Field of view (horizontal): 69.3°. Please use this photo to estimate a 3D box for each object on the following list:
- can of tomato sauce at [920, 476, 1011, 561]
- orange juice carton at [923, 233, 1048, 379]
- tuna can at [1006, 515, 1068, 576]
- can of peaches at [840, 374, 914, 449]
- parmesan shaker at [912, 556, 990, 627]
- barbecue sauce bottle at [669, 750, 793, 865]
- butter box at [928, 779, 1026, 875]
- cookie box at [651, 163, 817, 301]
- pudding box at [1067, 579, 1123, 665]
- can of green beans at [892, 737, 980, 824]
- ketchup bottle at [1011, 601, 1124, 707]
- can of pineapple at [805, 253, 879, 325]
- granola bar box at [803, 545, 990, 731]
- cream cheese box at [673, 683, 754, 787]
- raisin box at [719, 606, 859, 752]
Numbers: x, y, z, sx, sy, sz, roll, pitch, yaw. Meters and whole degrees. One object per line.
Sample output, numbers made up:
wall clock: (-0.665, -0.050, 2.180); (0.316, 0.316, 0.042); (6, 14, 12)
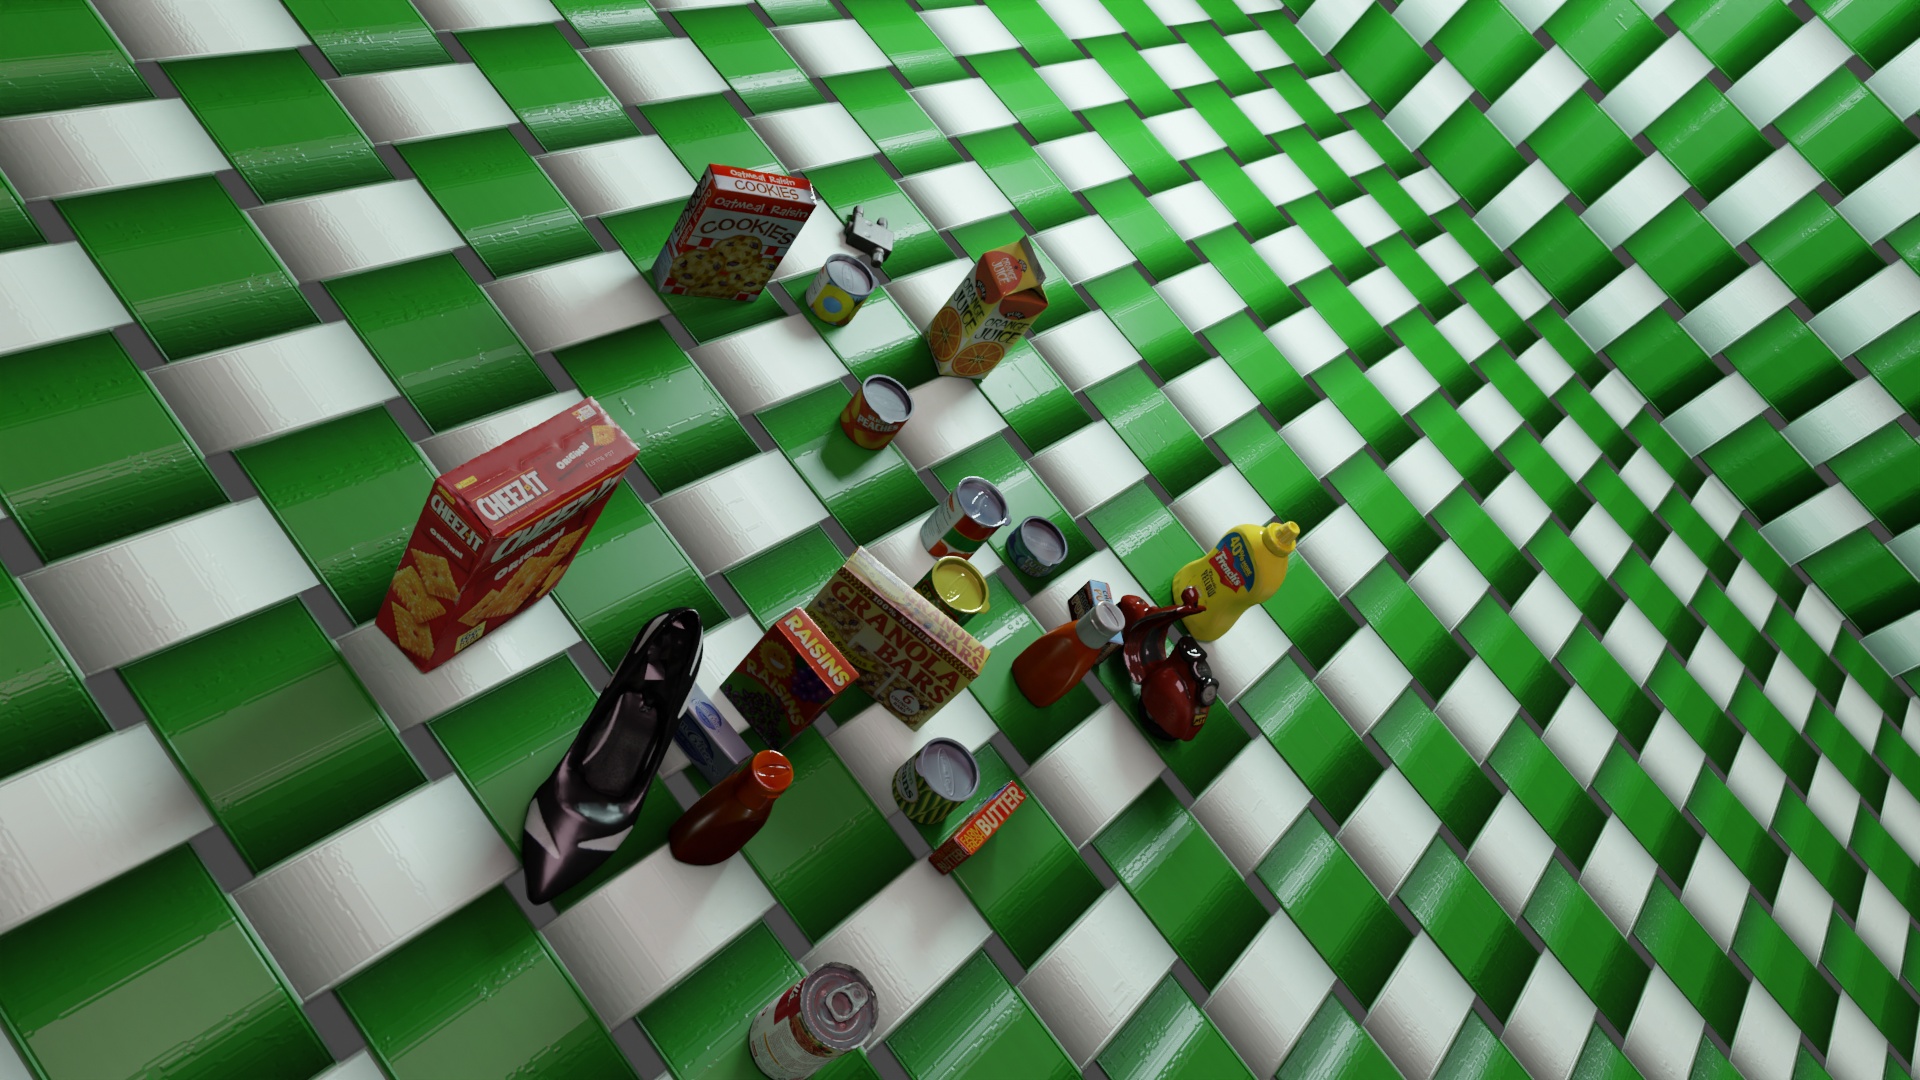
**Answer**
can of tomato sauce: (0.005, -0.019, 1.532); (0.071, 0.082, 0.071); (20, 47, -24)
orange juice carton: (0.040, -0.283, 1.687); (0.073, 0.191, 0.072); (2, 57, -36)
tuna can: (0.089, 0.009, 1.609); (0.071, 0.032, 0.071); (20, 47, -23)
can of peaches: (-0.095, -0.143, 1.573); (0.071, 0.057, 0.071); (20, 47, -23)
parmesan shaker: (-0.024, 0.073, 1.422); (0.071, 0.102, 0.072); (20, 47, -24)
barbecue sauce bottle: (-0.186, 0.221, 1.148); (0.065, 0.147, 0.044); (4, 55, -35)
butter box: (0.017, 0.275, 1.329); (0.024, 0.053, 0.104); (48, 43, 5)
cookie box: (-0.250, -0.336, 1.529); (0.123, 0.166, 0.040); (-1, 58, -38)
pudding box: (0.153, 0.093, 1.579); (0.030, 0.049, 0.084); (13, 51, -30)
can of green beans: (-0.024, 0.230, 1.329); (0.071, 0.057, 0.071); (20, 47, -23)
ketchup bottle: (0.115, 0.116, 1.458); (0.044, 0.148, 0.065); (-16, 68, -43)
can of pineapple: (-0.142, -0.299, 1.662); (0.071, 0.057, 0.071); (20, 47, -23)
granola bar box: (-0.070, 0.097, 1.352); (0.165, 0.123, 0.039); (39, 42, -5)
cream cheese box: (-0.232, 0.165, 1.227); (0.104, 0.053, 0.024); (49, 43, 6)
raisin box: (-0.156, 0.128, 1.263); (0.086, 0.122, 0.040); (49, 43, 6)
